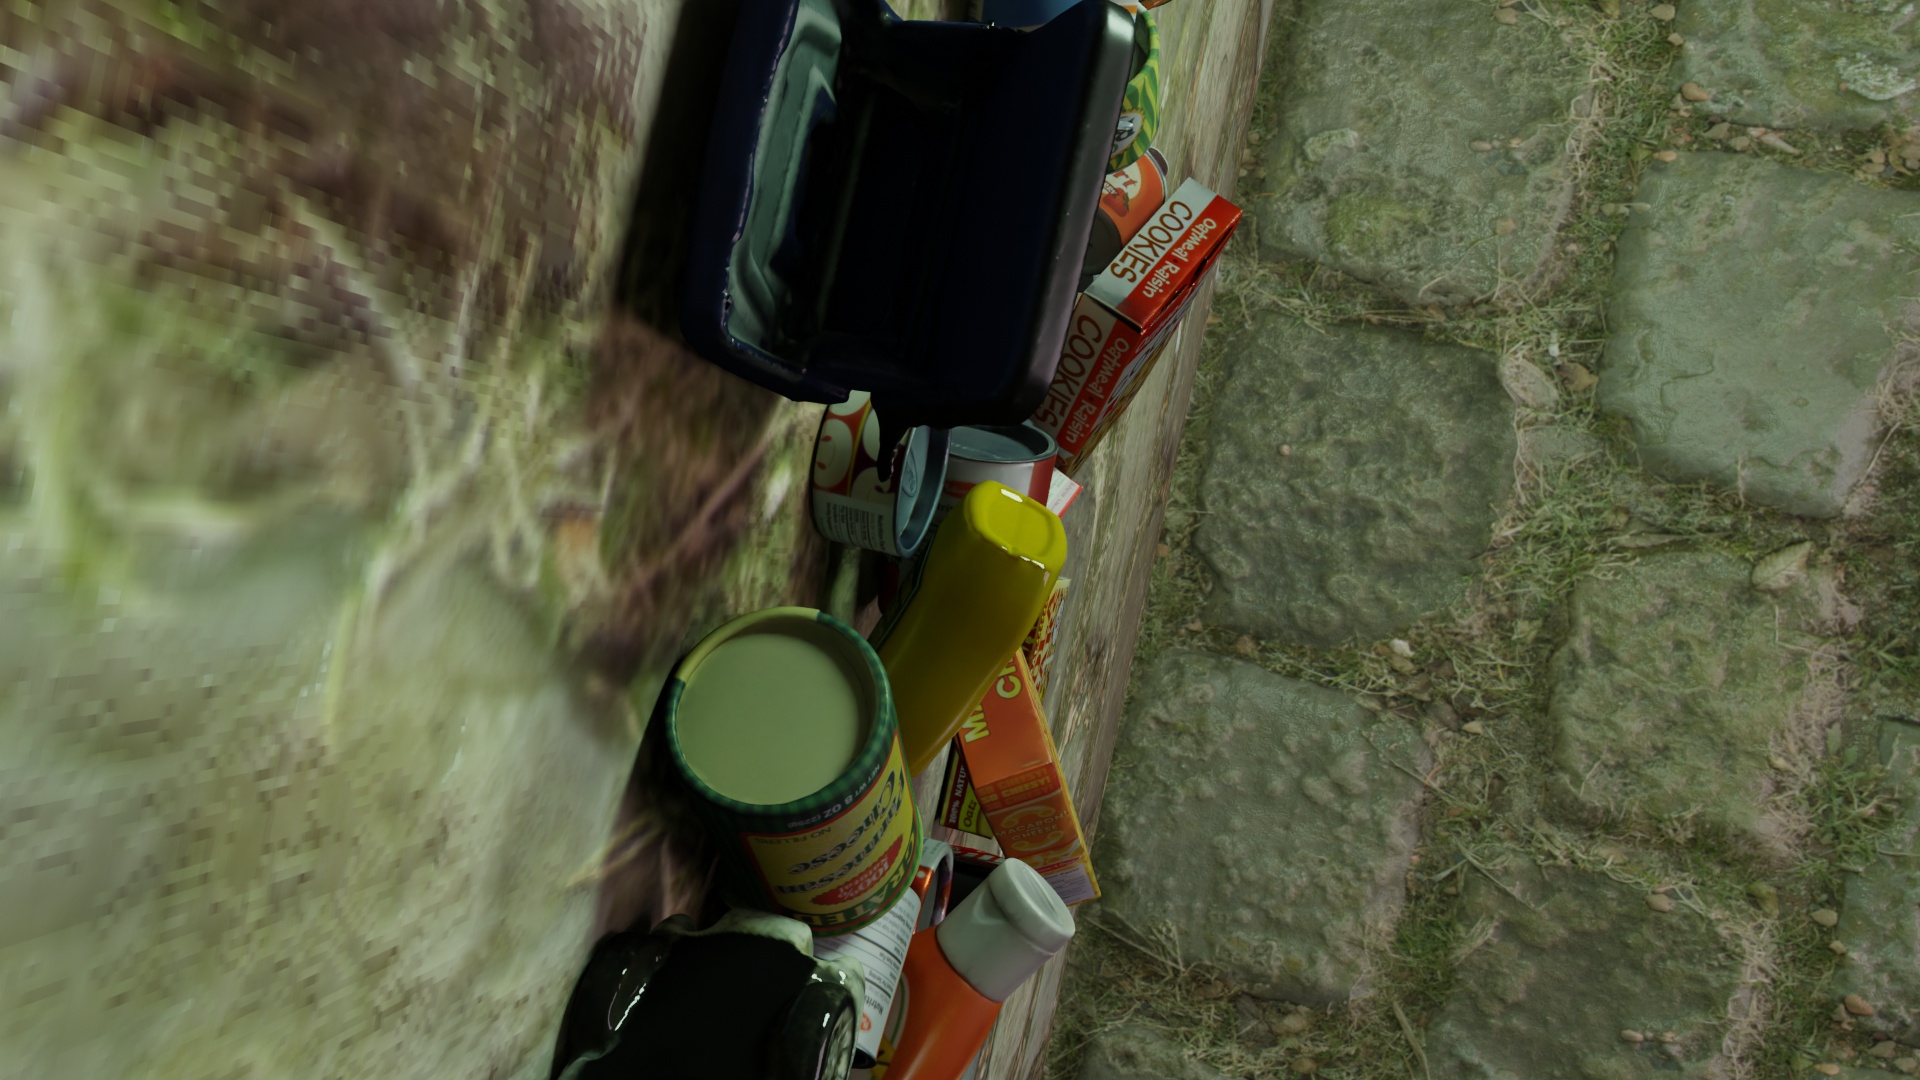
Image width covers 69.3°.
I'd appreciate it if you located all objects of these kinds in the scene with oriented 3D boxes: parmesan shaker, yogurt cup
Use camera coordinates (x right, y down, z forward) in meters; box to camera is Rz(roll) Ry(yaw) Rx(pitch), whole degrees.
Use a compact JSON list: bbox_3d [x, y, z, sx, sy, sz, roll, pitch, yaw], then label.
[{"bbox_3d":[-0.051,0.075,0.425,0.102,0.071,0.071,84,21,-57],"label":"parmesan shaker"},{"bbox_3d":[0.072,-0.181,0.754,0.072,0.072,0.054,88,26,-52],"label":"yogurt cup"}]

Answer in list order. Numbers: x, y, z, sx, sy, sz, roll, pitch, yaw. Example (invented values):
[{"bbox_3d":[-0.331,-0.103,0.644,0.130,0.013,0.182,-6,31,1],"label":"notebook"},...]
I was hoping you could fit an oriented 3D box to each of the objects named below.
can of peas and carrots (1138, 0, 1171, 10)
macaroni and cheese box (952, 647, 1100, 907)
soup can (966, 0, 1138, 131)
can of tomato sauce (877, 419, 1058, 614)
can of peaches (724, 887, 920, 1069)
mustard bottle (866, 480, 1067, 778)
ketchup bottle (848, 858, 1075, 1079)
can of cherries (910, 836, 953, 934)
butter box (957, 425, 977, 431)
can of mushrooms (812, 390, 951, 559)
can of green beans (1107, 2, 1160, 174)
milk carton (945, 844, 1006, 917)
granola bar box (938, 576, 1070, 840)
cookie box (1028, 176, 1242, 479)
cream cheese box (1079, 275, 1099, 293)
[{"bbox_3d":[0.087,-0.298,0.686,0.059,0.071,0.070,-56,156,-61],"label":"can of peas and carrots"},{"bbox_3d":[0.023,0.096,0.679,0.165,0.040,0.124,69,4,-54],"label":"macaroni and cheese box"},{"bbox_3d":[0.038,-0.206,0.537,0.071,0.071,0.083,-54,154,-64],"label":"soup can"},{"bbox_3d":[0.002,-0.007,0.588,0.071,0.071,0.082,-52,153,-66],"label":"can of tomato sauce"},{"bbox_3d":[-0.054,0.144,0.484,0.071,0.071,0.058,84,21,-58],"label":"can of peaches"},{"bbox_3d":[-0.017,0.052,0.541,0.159,0.049,0.065,-57,-173,26],"label":"mustard bottle"},{"bbox_3d":[-0.022,0.181,0.514,0.148,0.065,0.043,-45,134,7],"label":"ketchup bottle"},{"bbox_3d":[-0.040,0.154,0.575,0.071,0.058,0.071,10,92,-79],"label":"can of cherries"},{"bbox_3d":[0.006,-0.053,0.667,0.103,0.024,0.053,58,45,-75],"label":"butter box"},{"bbox_3d":[-0.027,-0.031,0.504,0.071,0.033,0.071,11,92,-78],"label":"can of mushrooms"},{"bbox_3d":[0.061,-0.214,0.651,0.057,0.071,0.071,67,37,-70],"label":"can of green beans"},{"bbox_3d":[-0.007,0.207,0.759,0.190,0.073,0.072,52,51,-76],"label":"milk carton"},{"bbox_3d":[0.031,0.102,0.921,0.124,0.039,0.165,4,99,-79],"label":"granola bar box"},{"bbox_3d":[0.087,-0.106,0.780,0.123,0.040,0.166,-51,172,-35],"label":"cookie box"},{"bbox_3d":[0.077,-0.205,0.855,0.103,0.024,0.053,80,23,-63],"label":"cream cheese box"}]
